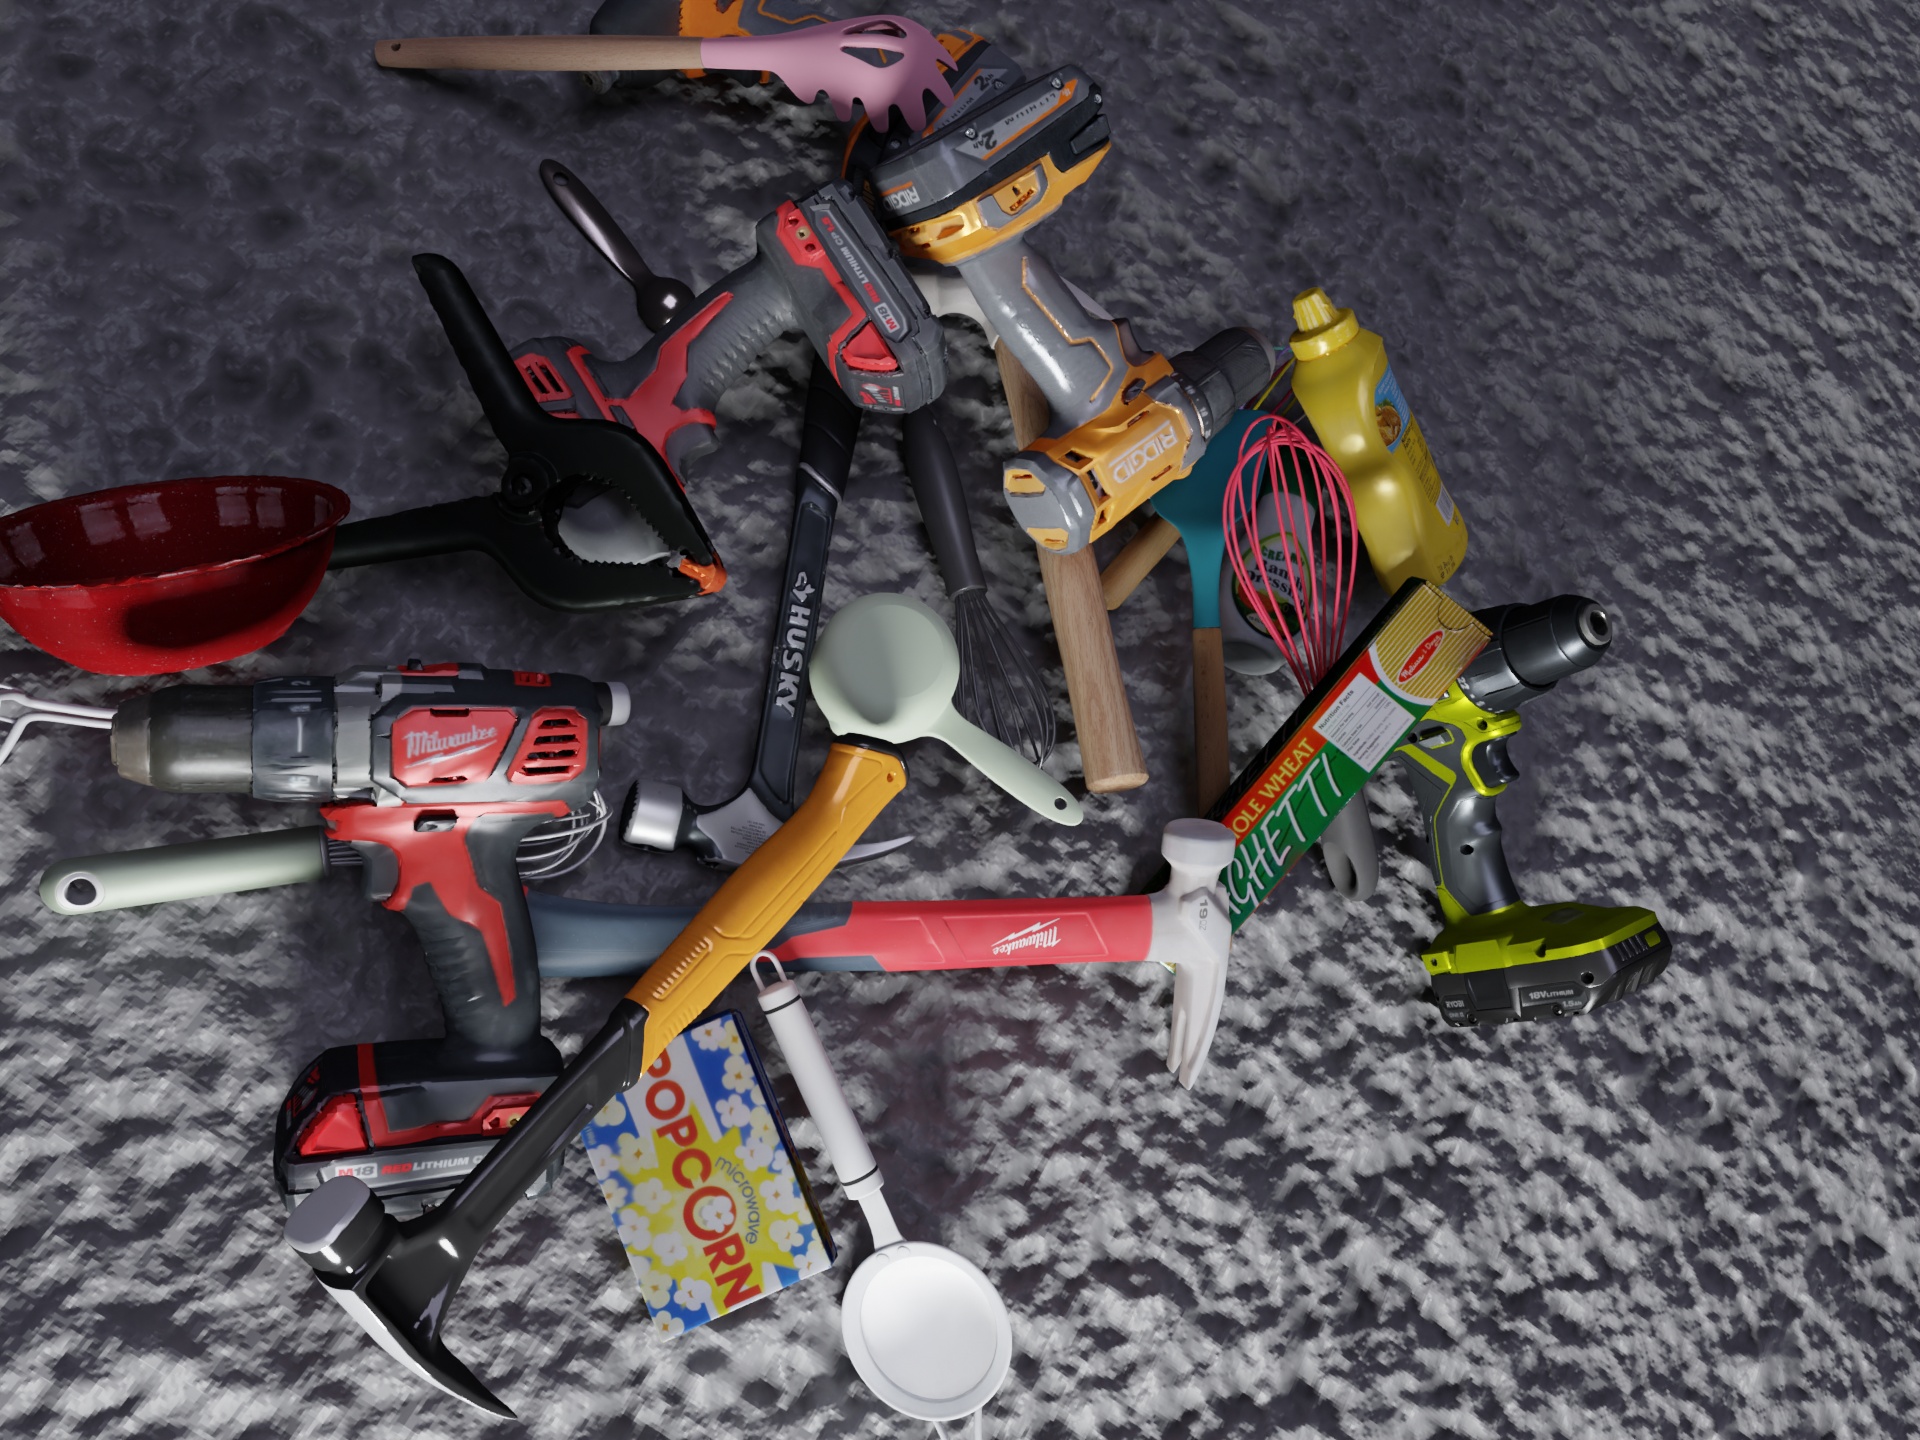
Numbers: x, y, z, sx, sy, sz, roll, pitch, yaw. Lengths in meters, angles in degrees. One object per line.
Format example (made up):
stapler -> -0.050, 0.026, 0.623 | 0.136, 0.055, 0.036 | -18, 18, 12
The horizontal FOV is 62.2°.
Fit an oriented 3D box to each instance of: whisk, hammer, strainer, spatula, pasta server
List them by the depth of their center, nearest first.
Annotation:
hammer -> -0.125, 0.128, 0.689 | 0.337, 0.034, 0.127 | -49, 130, -33
whisk -> -0.284, 0.058, 0.730 | 0.246, 0.059, 0.057 | -7, 106, -20
strainer -> -0.041, 0.227, 0.761 | 0.258, 0.087, 0.050 | 66, 19, -2
hammer -> -0.048, 0.123, 0.797 | 0.386, 0.038, 0.143 | 1, 103, -16
pasta server -> -0.161, -0.352, 0.850 | 0.316, 0.040, 0.060 | 4, 76, 9
hammer -> -0.075, -0.111, 0.875 | 0.149, 0.036, 0.409 | 15, 68, -19
whisk -> 0.006, -0.072, 0.892 | 0.055, 0.055, 0.239 | -8, 72, -25
whisk -> 0.200, -0.028, 0.895 | 0.073, 0.073, 0.295 | -26, 112, -27
hammer -> 0.058, -0.119, 0.915 | 0.130, 0.031, 0.331 | -6, 72, -17
spatula -> 0.145, -0.026, 0.917 | 0.082, 0.044, 0.317 | -2, 88, 7
whisk -> 0.155, -0.156, 0.981 | 0.051, 0.047, 0.245 | 44, 66, -6

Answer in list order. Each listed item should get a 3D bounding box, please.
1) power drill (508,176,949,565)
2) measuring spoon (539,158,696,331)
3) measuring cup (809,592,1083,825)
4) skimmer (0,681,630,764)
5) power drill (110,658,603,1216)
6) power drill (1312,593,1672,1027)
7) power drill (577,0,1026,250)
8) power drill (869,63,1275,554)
power drill -> -0.122, -0.166, 0.818 | 0.219, 0.078, 0.143 | -31, 83, -4
measuring spoon -> -0.191, -0.268, 0.885 | 0.034, 0.018, 0.124 | -41, 91, -27
measuring cup -> -0.001, -0.003, 0.816 | 0.167, 0.038, 0.083 | 36, 66, 3
skimmer -> -0.316, 0.027, 0.702 | 0.363, 0.127, 0.090 | -3, 70, -33
power drill -> -0.248, 0.086, 0.665 | 0.187, 0.080, 0.226 | 0, 99, -23
power drill -> 0.309, 0.048, 0.898 | 0.080, 0.190, 0.228 | -15, 85, -33
power drill -> -0.096, -0.367, 0.906 | 0.226, 0.084, 0.164 | 34, 63, 8
power drill -> 0.072, -0.229, 0.861 | 0.185, 0.084, 0.226 | -37, 113, -22
